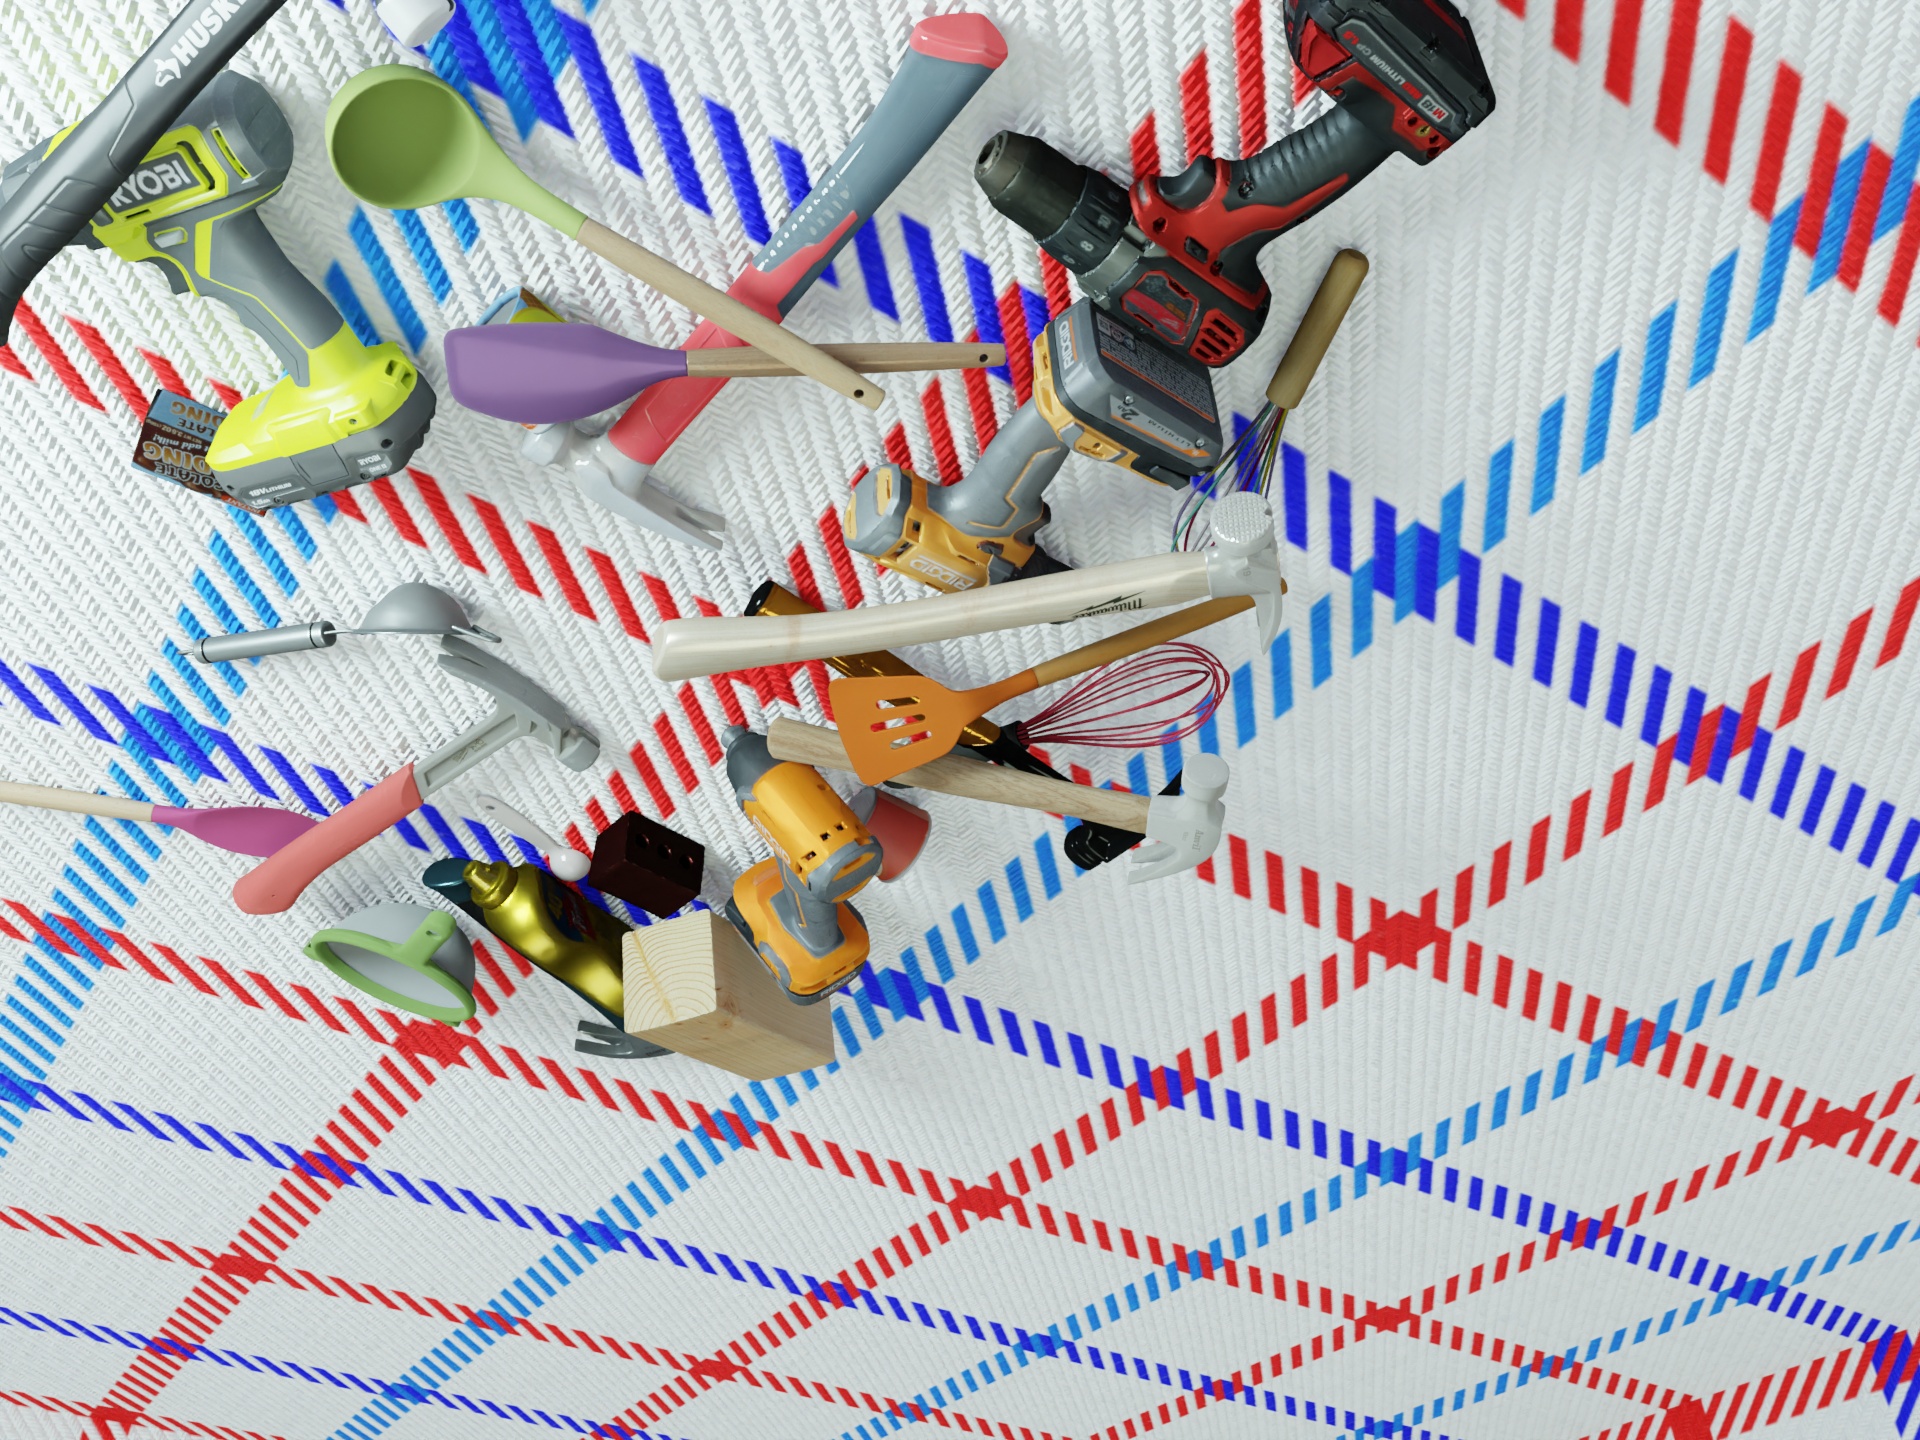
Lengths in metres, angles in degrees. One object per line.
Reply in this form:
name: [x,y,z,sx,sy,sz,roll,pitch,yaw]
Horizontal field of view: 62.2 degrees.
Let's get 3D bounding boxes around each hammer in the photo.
hammer: [-0.411,-0.299,0.779,0.334,0.035,0.146,-34,109,20]
hammer: [0.022,0.046,1.134,0.331,0.031,0.129,11,141,12]
hammer: [-0.097,-0.241,0.918,0.143,0.038,0.386,28,131,-30]
hammer: [-0.362,0.222,1.446,0.128,0.033,0.330,-19,135,19]
hammer: [-0.459,0.061,1.248,0.359,0.037,0.149,-29,131,25]
hammer: [-0.002,-0.004,1.137,0.336,0.034,0.127,32,140,-15]
hammer: [0.000,-0.064,1.031,0.410,0.038,0.146,-8,152,11]

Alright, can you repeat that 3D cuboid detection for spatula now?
spatula: [0.071,-0.040,1.089,0.322,0.041,0.081,-20,106,-5]
spatula: [-0.130,-0.203,0.909,0.316,0.018,0.059,-4,123,-8]

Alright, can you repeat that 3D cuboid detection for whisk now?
whisk: [0.063,0.006,1.191,0.296,0.073,0.073,-17,136,27]
whisk: [0.187,-0.184,0.988,0.051,0.047,0.244,2,136,-22]

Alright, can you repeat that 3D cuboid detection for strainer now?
strainer: [-0.454,0.180,1.342,0.151,0.069,0.256,31,146,-16]
strainer: [-0.441,-0.063,1.115,0.258,0.050,0.087,-6,-178,14]

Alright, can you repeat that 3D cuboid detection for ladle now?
ladle: [-0.183,-0.247,0.856,0.320,0.062,0.078,28,124,-14]

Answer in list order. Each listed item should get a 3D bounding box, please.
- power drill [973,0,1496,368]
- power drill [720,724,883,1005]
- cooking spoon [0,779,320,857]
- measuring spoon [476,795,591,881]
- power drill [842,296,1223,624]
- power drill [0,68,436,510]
power drill: [0.136,-0.301,0.828,0.187,0.080,0.226,27,135,-27]
power drill: [-0.135,0.110,1.252,0.084,0.164,0.226,-30,152,-26]
cooking spoon: [-0.676,0.070,1.280,0.318,0.017,0.068,10,137,-12]
measuring spoon: [-0.356,0.101,1.318,0.034,0.018,0.124,-23,133,24]
power drill: [0.061,-0.144,1.001,0.185,0.084,0.226,22,139,-34]
power drill: [-0.416,-0.234,0.897,0.171,0.080,0.223,-13,133,12]
